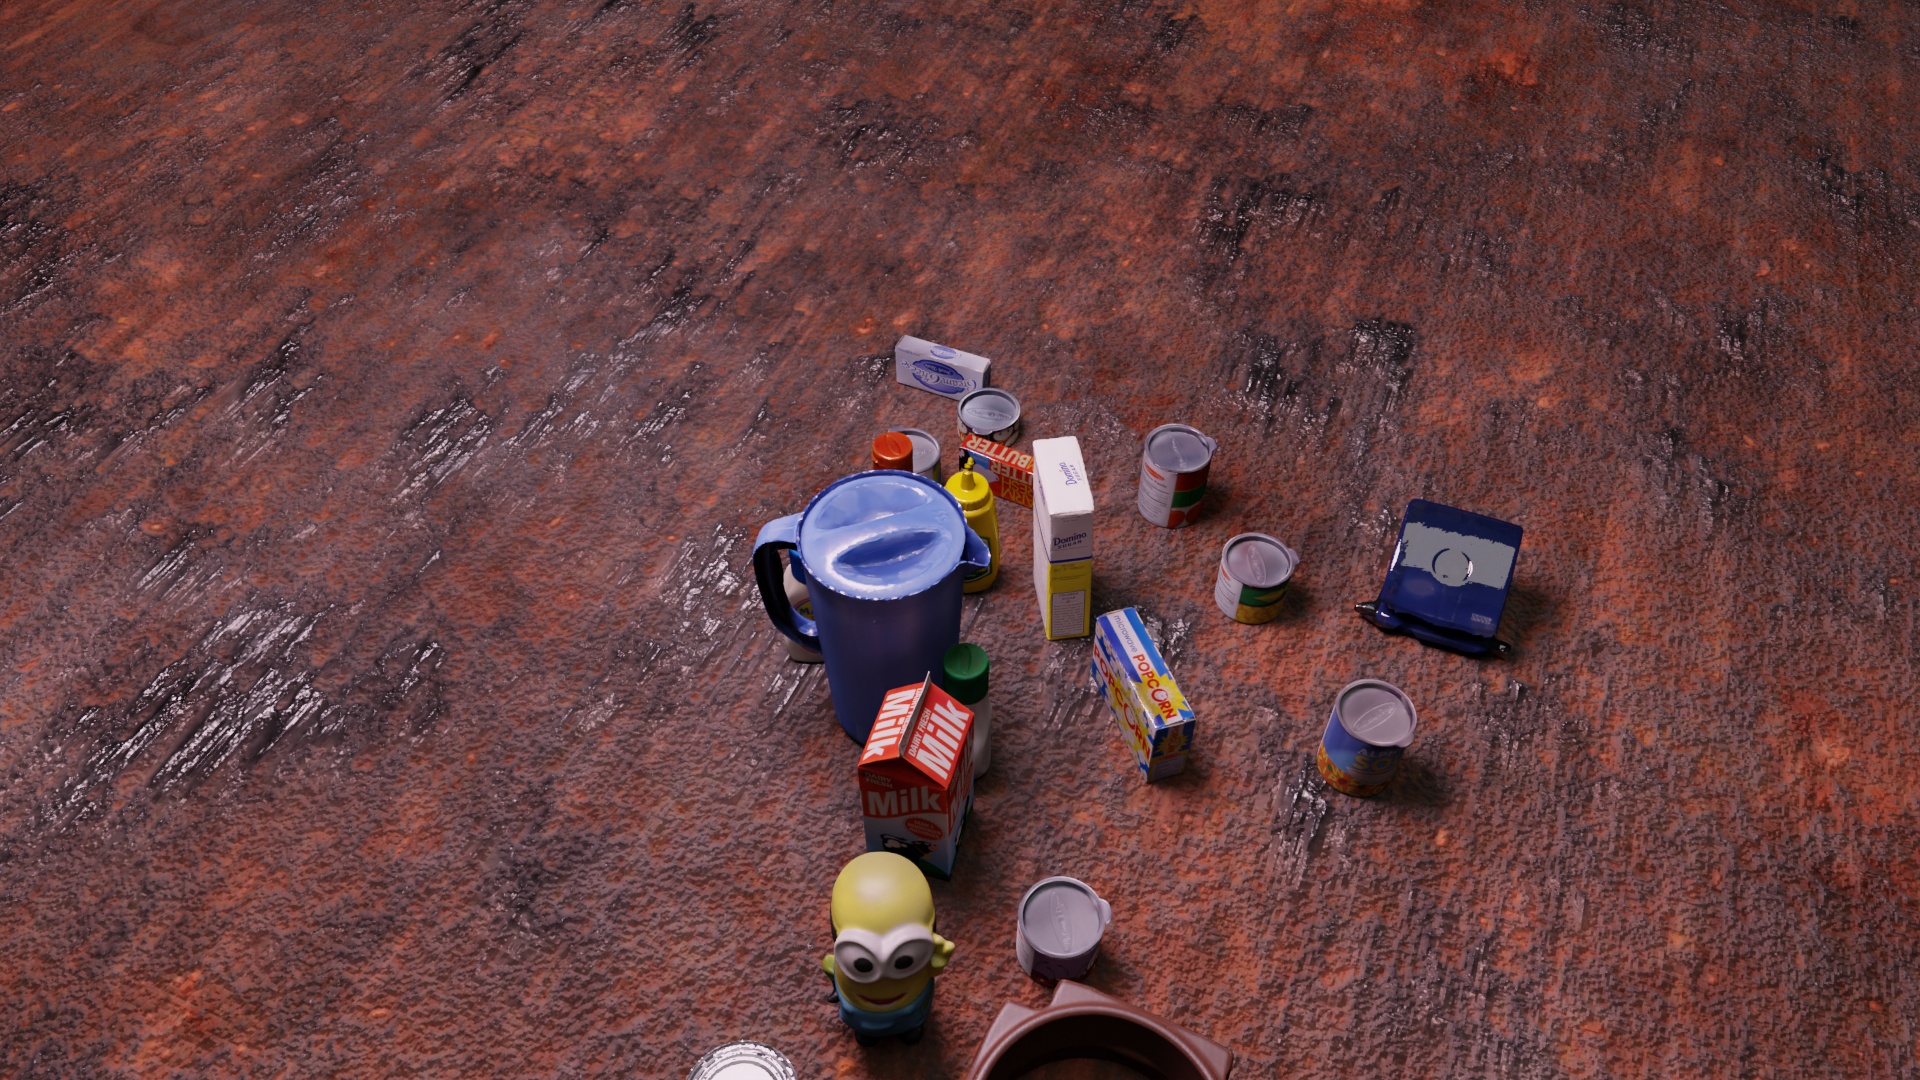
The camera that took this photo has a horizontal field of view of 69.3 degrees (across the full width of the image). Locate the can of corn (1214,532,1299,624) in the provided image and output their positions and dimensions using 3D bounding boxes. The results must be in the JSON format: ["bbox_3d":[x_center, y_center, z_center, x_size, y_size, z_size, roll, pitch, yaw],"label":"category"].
[{"bbox_3d":[0.277,0.036,1.302,0.071,0.058,0.071,0,49,0],"label":"can of corn"}]

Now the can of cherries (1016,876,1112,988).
[{"bbox_3d":[0.079,0.302,1.066,0.071,0.058,0.072,0,49,0],"label":"can of cherries"}]

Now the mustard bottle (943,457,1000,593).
[{"bbox_3d":[0.005,-0.016,1.279,0.065,0.159,0.049,-4,49,-4],"label":"mustard bottle"}]

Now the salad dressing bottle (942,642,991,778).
[{"bbox_3d":[0.004,0.141,1.148,0.044,0.146,0.064,2,49,1],"label":"salad dressing bottle"}]

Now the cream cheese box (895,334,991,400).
[{"bbox_3d":[-0.018,-0.182,1.496,0.104,0.053,0.024,18,51,15],"label":"cream cheese box"}]

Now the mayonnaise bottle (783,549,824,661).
[{"bbox_3d":[-0.129,0.049,1.228,0.065,0.147,0.041,-6,49,-6],"label":"mayonnaise bottle"}]

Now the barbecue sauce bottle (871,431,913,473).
[{"bbox_3d":[-0.062,-0.037,1.305,0.044,0.147,0.065,-20,52,-17],"label":"barbecue sauce bottle"}]

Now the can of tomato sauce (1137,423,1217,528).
[{"bbox_3d":[0.213,-0.063,1.373,0.071,0.082,0.071,0,49,0],"label":"can of tomato sauce"}]

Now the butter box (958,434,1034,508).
[{"bbox_3d":[0.049,-0.067,1.395,0.103,0.052,0.024,21,52,17],"label":"butter box"}]

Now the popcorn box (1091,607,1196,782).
[{"bbox_3d":[0.155,0.132,1.199,0.038,0.084,0.127,-15,50,-13],"label":"popcorn box"}]

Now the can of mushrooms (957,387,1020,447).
[{"bbox_3d":[0.029,-0.125,1.459,0.071,0.033,0.071,0,49,0],"label":"can of mushrooms"}]

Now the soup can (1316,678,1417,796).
[{"bbox_3d":[0.342,0.169,1.168,0.071,0.083,0.072,0,49,0],"label":"soup can"}]

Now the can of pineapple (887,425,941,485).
[{"bbox_3d":[-0.052,-0.072,1.395,0.071,0.057,0.071,0,49,0],"label":"can of pineapple"}]

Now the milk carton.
[{"bbox_3d":[-0.033,0.183,1.082,0.073,0.189,0.073,13,50,11],"label":"milk carton"}]
